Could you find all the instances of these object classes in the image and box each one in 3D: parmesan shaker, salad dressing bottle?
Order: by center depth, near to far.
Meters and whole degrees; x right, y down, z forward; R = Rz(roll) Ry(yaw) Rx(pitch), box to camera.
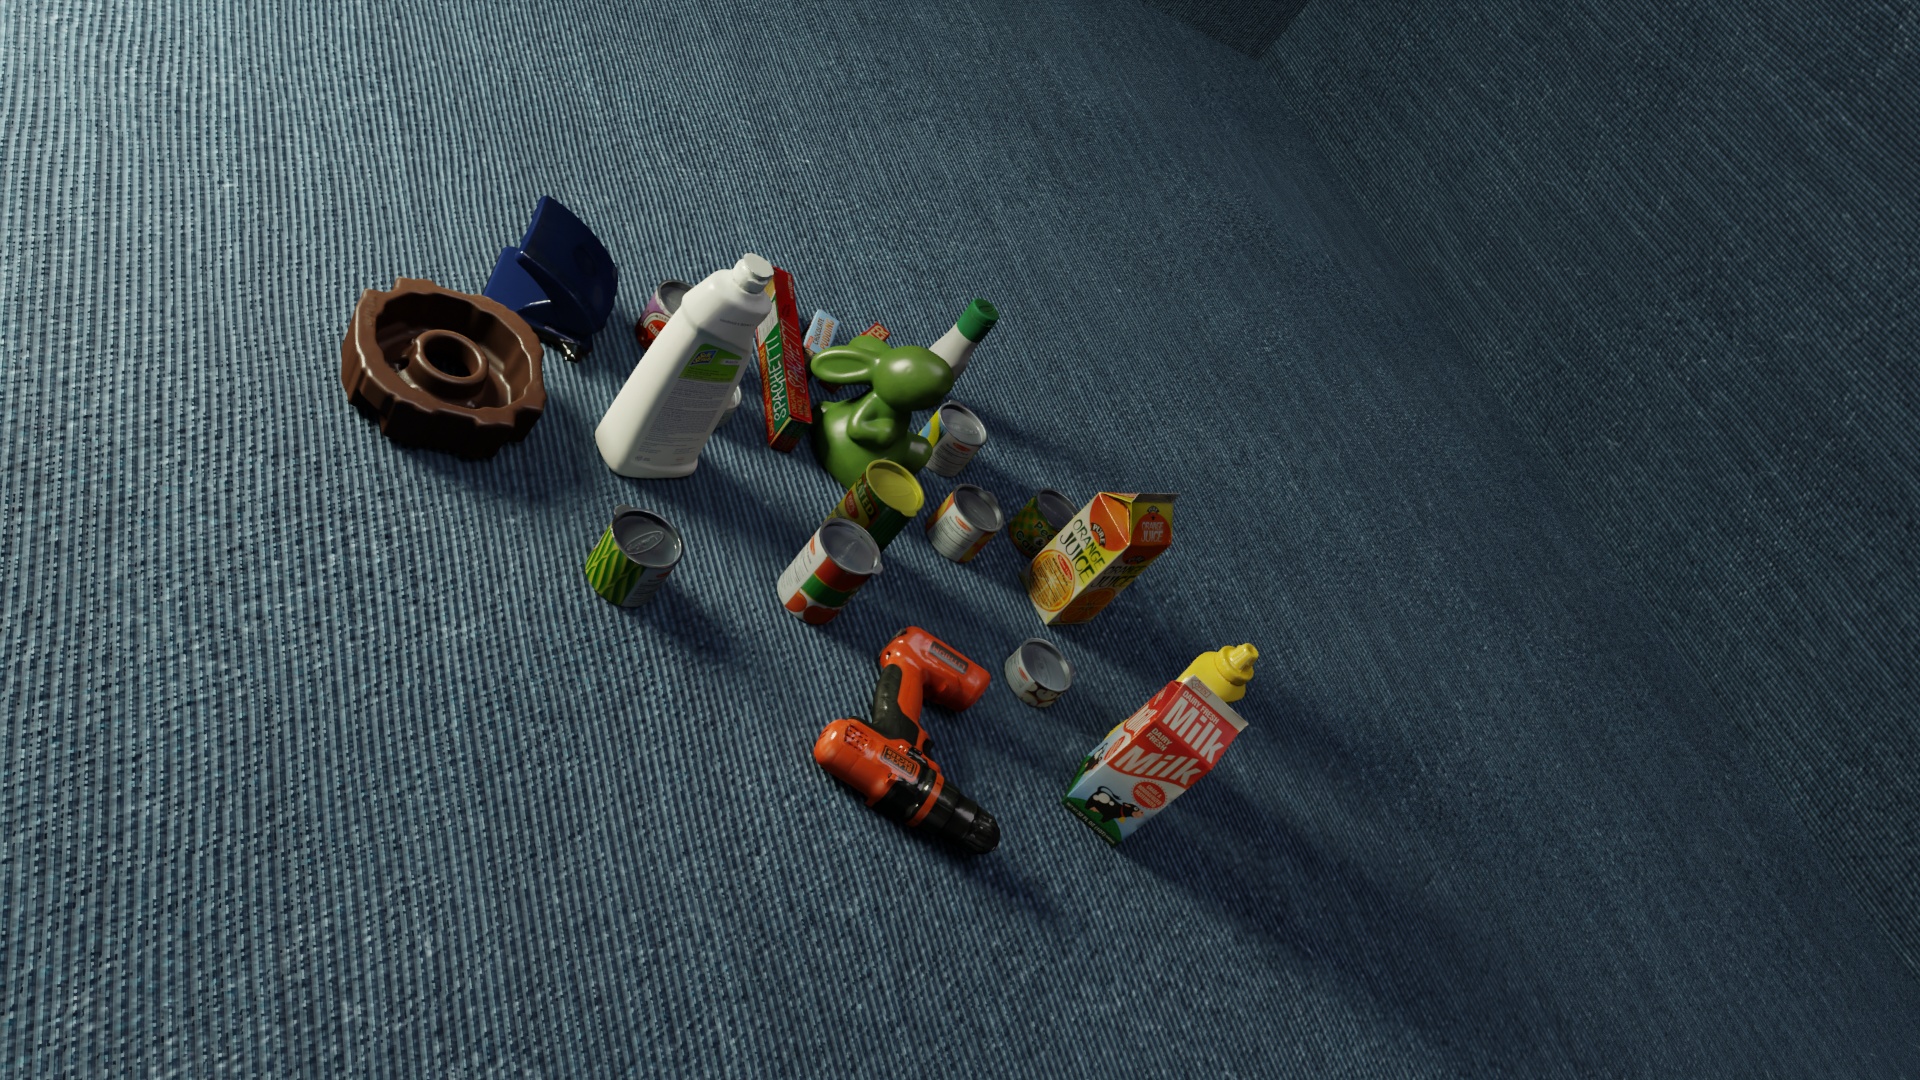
[{"bbox_3d":[-0.090,-0.020,1.374,0.071,0.102,0.072,26,38,-22],"label":"parmesan shaker"},{"bbox_3d":[-0.010,-0.220,1.627,0.064,0.147,0.044,-13,62,-50],"label":"salad dressing bottle"}]

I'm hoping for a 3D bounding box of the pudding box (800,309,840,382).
[{"bbox_3d":[-0.166,-0.217,1.557,0.030,0.049,0.084,32,36,-15],"label":"pudding box"}]

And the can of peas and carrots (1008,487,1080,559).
[{"bbox_3d":[0.097,-0.016,1.590,0.071,0.058,0.071,26,38,-22],"label":"can of peas and carrots"}]

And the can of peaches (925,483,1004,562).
[{"bbox_3d":[0.005,-0.019,1.505,0.071,0.057,0.071,26,38,-22],"label":"can of peaches"}]

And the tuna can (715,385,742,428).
[{"bbox_3d":[-0.259,-0.149,1.409,0.071,0.032,0.071,26,38,-22],"label":"tuna can"}]

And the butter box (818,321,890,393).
[{"bbox_3d":[-0.121,-0.210,1.591,0.024,0.053,0.104,41,35,-3],"label":"butter box"}]

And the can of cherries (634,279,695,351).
[{"bbox_3d":[-0.296,-0.225,1.433,0.071,0.058,0.072,26,38,-22],"label":"can of cherries"}]

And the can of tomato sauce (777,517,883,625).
[{"bbox_3d":[-0.122,0.031,1.305,0.071,0.082,0.071,26,38,-22],"label":"can of tomato sauce"}]

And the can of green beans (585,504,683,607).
[{"bbox_3d":[-0.280,0.015,1.192,0.071,0.057,0.071,26,38,-22],"label":"can of green beans"}]

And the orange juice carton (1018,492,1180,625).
[{"bbox_3d":[0.156,0.009,1.503,0.072,0.191,0.073,1,52,-44],"label":"orange juice carton"}]

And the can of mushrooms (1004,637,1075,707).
[{"bbox_3d":[0.082,0.137,1.433,0.071,0.033,0.071,26,38,-22],"label":"can of mushrooms"}]

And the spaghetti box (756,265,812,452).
[{"bbox_3d":[-0.196,-0.200,1.511,0.029,0.050,0.251,18,41,-31],"label":"spaghetti box"}]

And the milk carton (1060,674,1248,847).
[{"bbox_3d":[0.187,0.204,1.326,0.072,0.189,0.074,41,34,-1],"label":"milk carton"}]

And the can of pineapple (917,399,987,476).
[{"bbox_3d":[-0.012,-0.116,1.593,0.071,0.057,0.071,26,38,-22],"label":"can of pineapple"}]
